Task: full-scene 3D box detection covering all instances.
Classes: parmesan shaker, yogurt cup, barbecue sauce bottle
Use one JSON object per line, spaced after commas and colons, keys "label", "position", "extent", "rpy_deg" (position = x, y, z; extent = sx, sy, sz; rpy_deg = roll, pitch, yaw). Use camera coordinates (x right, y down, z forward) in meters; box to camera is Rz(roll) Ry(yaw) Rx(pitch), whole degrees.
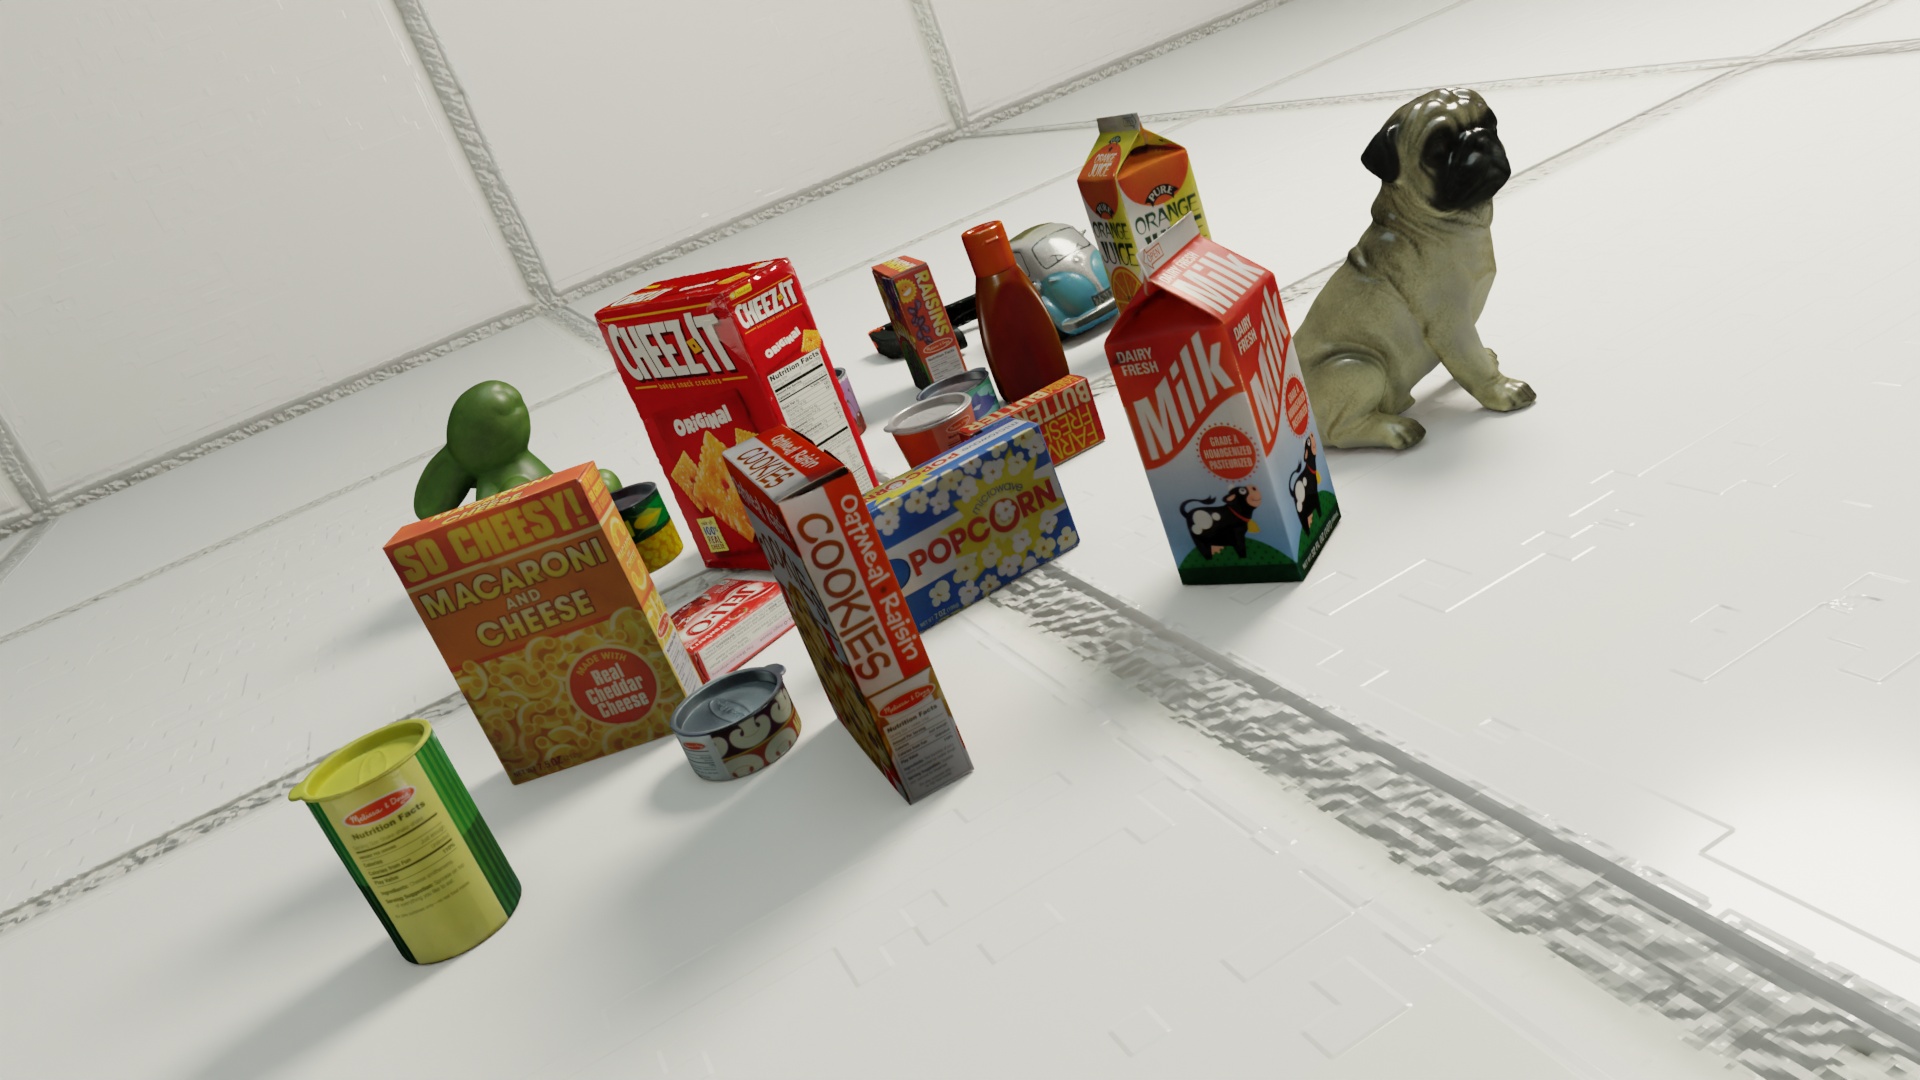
{"label": "parmesan shaker", "position": [-0.274, 0.151, 0.691], "extent": [0.071, 0.102, 0.071], "rpy_deg": [-18, 21, 7]}
{"label": "yogurt cup", "position": [-0.016, -0.077, 1.073], "extent": [0.072, 0.053, 0.073], "rpy_deg": [-18, 21, 7]}
{"label": "barbecue sauce bottle", "position": [0.042, -0.194, 1.172], "extent": [0.065, 0.148, 0.044], "rpy_deg": [-25, 21, -10]}

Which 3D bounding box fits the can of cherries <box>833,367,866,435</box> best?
{"label": "can of cherries", "position": [-0.125, -0.119, 1.268], "extent": [0.071, 0.058, 0.072], "rpy_deg": [-18, 21, 7]}

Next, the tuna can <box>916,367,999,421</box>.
{"label": "tuna can", "position": [0.000, -0.120, 1.191], "extent": [0.071, 0.032, 0.071], "rpy_deg": [-18, 21, 7]}

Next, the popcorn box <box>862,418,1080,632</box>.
{"label": "popcorn box", "position": [0.003, -0.011, 0.852], "extent": [0.127, 0.085, 0.038], "rpy_deg": [-28, 22, -19]}

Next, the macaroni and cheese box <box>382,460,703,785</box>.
{"label": "macaroni and cheese box", "position": [-0.240, 0.050, 0.816], "extent": [0.124, 0.166, 0.040], "rpy_deg": [-19, 21, 5]}

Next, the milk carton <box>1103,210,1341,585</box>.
{"label": "milk carton", "position": [0.136, -0.075, 0.740], "extent": [0.073, 0.190, 0.073], "rpy_deg": [-4, 26, 37]}

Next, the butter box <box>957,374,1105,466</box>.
{"label": "butter box", "position": [0.053, -0.076, 1.010], "extent": [0.104, 0.053, 0.024], "rpy_deg": [-28, 22, -18]}

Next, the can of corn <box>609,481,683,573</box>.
{"label": "can of corn", "position": [-0.267, -0.006, 1.126], "extent": [0.071, 0.058, 0.071], "rpy_deg": [-18, 21, 7]}

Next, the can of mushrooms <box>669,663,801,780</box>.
{"label": "can of mushrooms", "position": [-0.122, 0.100, 0.770], "extent": [0.071, 0.033, 0.071], "rpy_deg": [-18, 21, 7]}

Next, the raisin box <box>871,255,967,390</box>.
{"label": "raisin box", "position": [-0.037, -0.199, 1.291], "extent": [0.040, 0.123, 0.086], "rpy_deg": [-24, 21, -8]}

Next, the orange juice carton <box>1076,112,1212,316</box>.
{"label": "orange juice carton", "position": [0.161, -0.269, 1.185], "extent": [0.073, 0.192, 0.072], "rpy_deg": [-27, 22, -15]}

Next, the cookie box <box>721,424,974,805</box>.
{"label": "cookie box", "position": [-0.058, 0.032, 0.691], "extent": [0.040, 0.167, 0.123], "rpy_deg": [-26, 22, -14]}
